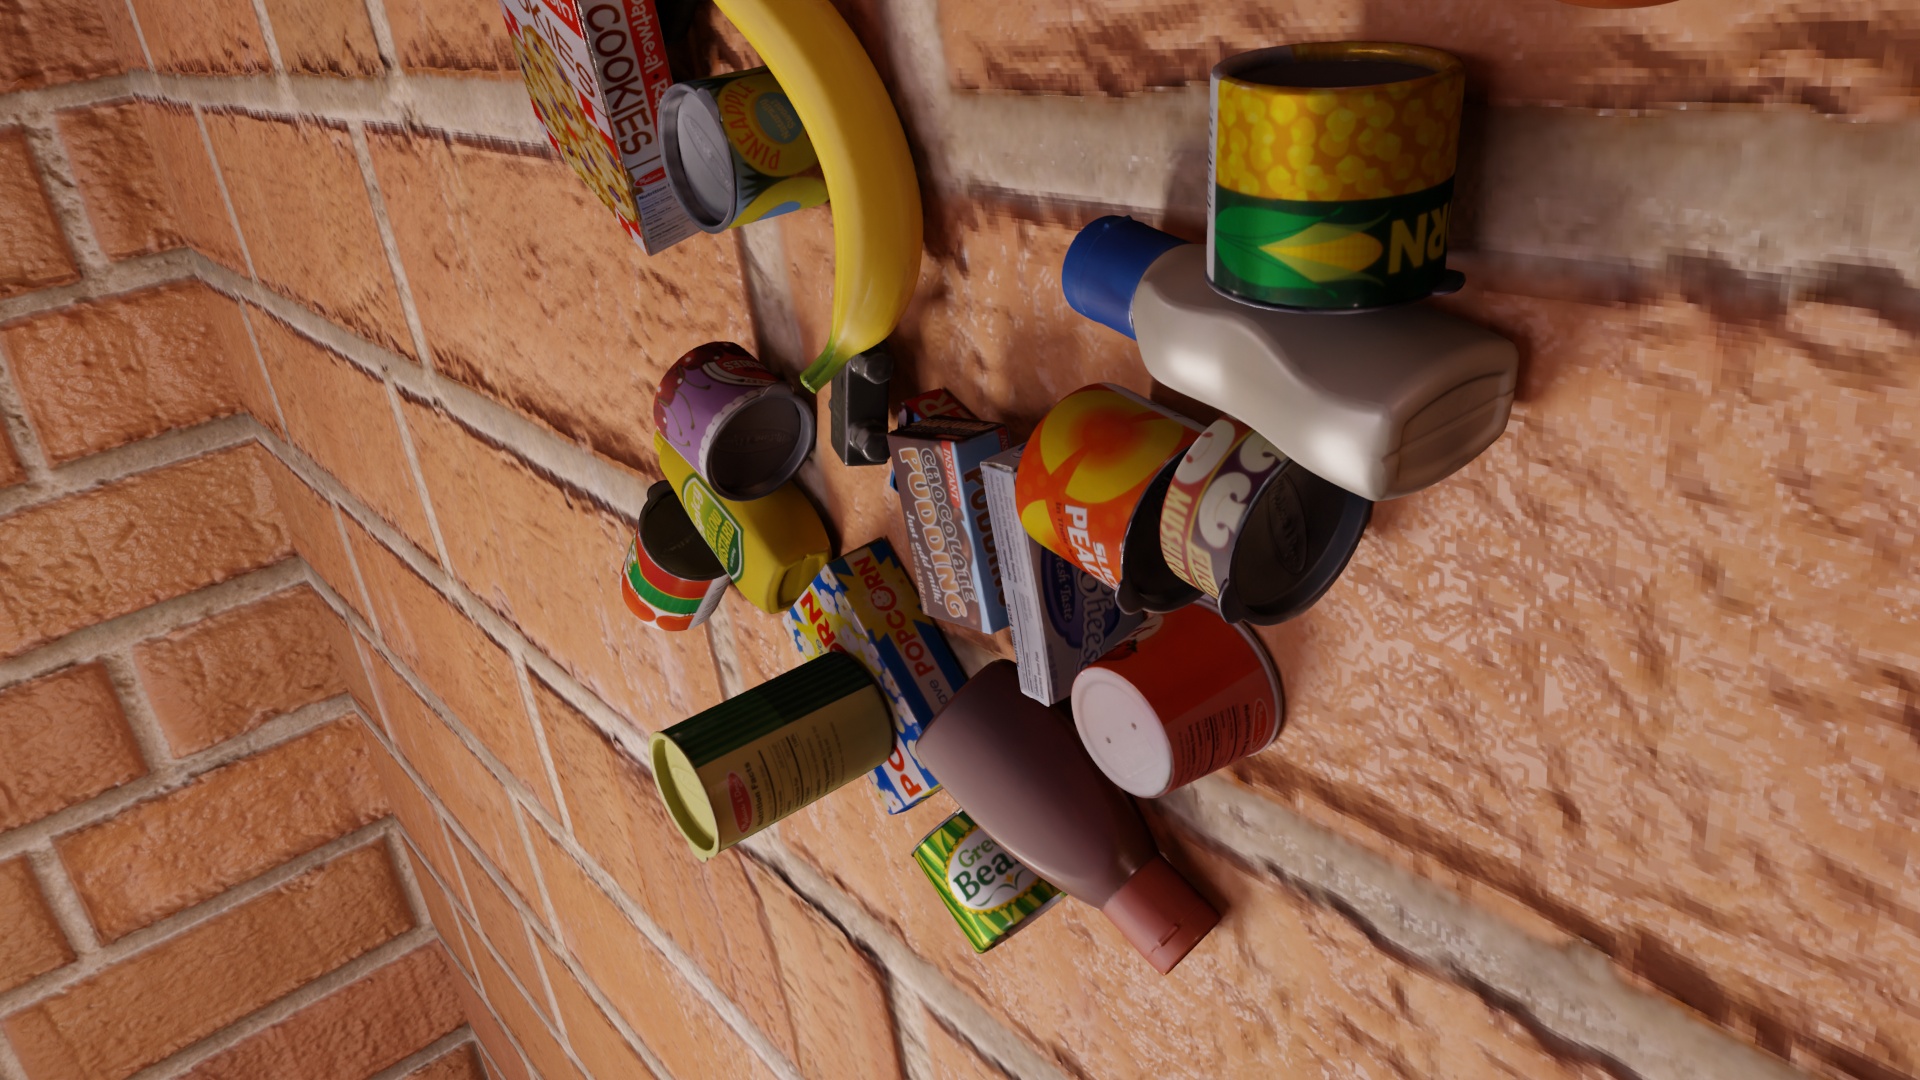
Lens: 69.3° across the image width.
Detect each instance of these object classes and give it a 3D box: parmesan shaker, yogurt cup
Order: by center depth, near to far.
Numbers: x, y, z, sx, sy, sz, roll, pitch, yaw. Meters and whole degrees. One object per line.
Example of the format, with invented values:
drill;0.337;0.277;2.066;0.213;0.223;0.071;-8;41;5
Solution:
yogurt cup;0.080;0.062;0.529;0.072;0.054;0.072;35;138;39
parmesan shaker;-0.094;0.107;0.694;0.071;0.103;0.071;33;135;41

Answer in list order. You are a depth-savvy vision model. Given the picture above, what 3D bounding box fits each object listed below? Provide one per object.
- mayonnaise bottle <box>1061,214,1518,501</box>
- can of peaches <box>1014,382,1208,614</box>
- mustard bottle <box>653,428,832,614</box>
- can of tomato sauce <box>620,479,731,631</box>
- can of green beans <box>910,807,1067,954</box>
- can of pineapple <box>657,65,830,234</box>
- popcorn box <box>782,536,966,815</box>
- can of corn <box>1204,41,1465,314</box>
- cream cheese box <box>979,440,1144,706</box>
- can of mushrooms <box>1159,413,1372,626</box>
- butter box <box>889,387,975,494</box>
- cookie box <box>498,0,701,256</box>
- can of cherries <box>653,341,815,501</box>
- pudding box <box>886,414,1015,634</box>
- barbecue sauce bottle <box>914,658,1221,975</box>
mayonnaise bottle;0.090;-0.063;0.425;0.148;0.065;0.041;37;142;45
can of peaches;0.060;-0.015;0.491;0.058;0.071;0.071;34;136;42
mustard bottle;-0.134;-0.031;0.791;0.160;0.049;0.065;48;143;26
can of tomato sauce;-0.174;0.010;0.860;0.071;0.071;0.082;58;148;12
can of green beans;0.019;0.157;0.671;0.058;0.071;0.071;54;147;18
can of pineapple;-0.094;-0.177;0.624;0.071;0.058;0.070;35;137;40
popcorn box;-0.038;0.073;0.728;0.127;0.038;0.085;60;149;10
can of corn;0.102;-0.100;0.376;0.071;0.071;0.058;28;133;45
cream cheese box;0.042;0.009;0.550;0.024;0.053;0.103;19;126;52
can of mushrooms;0.096;-0.008;0.442;0.033;0.071;0.070;35;137;42
butter box;0.010;-0.017;0.609;0.104;0.024;0.052;45;143;31
cookie box;-0.189;-0.244;0.701;0.123;0.040;0.166;49;160;26
can of cherries;-0.118;-0.065;0.731;0.058;0.072;0.071;42;141;35
pudding box;0.002;-0.007;0.572;0.049;0.030;0.083;13;119;51
barbecue sauce bottle;0.049;0.124;0.615;0.149;0.065;0.043;45;-173;20
